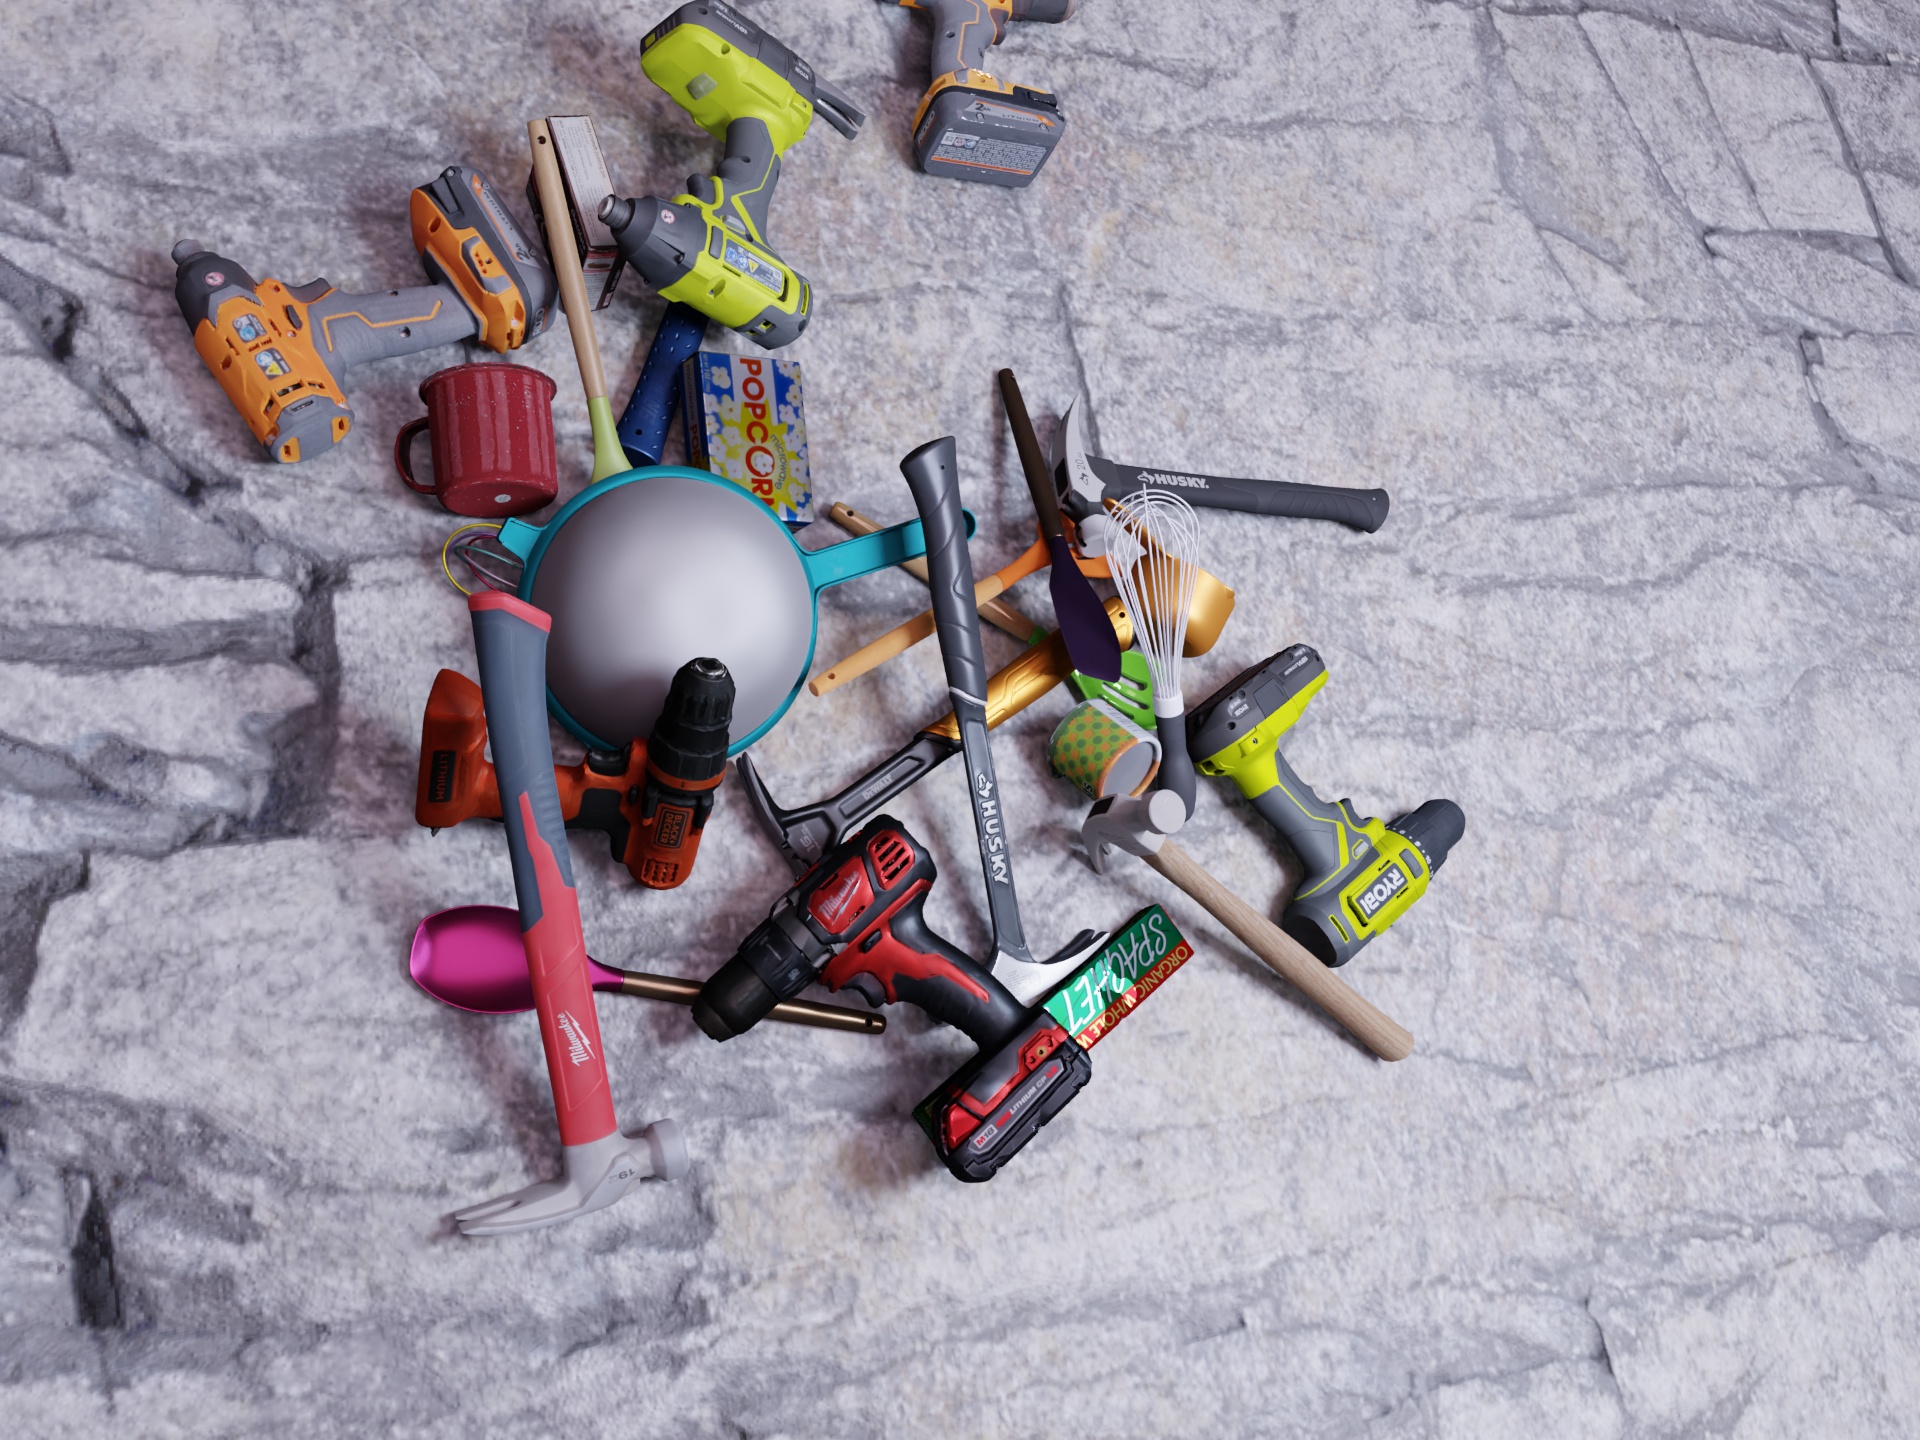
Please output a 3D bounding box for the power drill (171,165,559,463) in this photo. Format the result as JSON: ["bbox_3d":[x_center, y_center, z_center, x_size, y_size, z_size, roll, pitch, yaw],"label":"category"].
[{"bbox_3d":[-0.414,-0.294,1.096,0.226,0.084,0.164,-35,87,-25],"label":"power drill"}]

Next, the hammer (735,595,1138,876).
[{"bbox_3d":[-0.002,-0.004,1.175,0.337,0.034,0.127,-34,90,-23],"label":"hammer"}]

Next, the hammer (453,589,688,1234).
[{"bbox_3d":[-0.262,0.116,0.953,0.143,0.038,0.386,-13,103,-26],"label":"hammer"}]

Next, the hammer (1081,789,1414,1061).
[{"bbox_3d":[0.222,0.160,1.200,0.331,0.130,0.031,39,66,-19],"label":"hammer"}]

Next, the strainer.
[{"bbox_3d":[-0.128,-0.089,1.087,0.340,0.095,0.211,-20,101,-19],"label":"strainer"}]

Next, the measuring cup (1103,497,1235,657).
[{"bbox_3d":[0.145,-0.106,1.233,0.173,0.095,0.052,40,71,-46],"label":"measuring cup"}]

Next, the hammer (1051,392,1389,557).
[{"bbox_3d":[0.227,-0.197,1.348,0.334,0.035,0.146,1,59,-26],"label":"hammer"}]

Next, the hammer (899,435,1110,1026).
[{"bbox_3d":[0.014,0.002,1.133,0.149,0.036,0.409,-12,95,-30],"label":"hammer"}]

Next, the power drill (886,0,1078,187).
[{"bbox_3d":[0.031,-0.580,1.384,0.185,0.084,0.226,0,68,-24],"label":"power drill"}]

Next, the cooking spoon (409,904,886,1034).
[{"bbox_3d":[-0.200,0.178,1.056,0.318,0.017,0.069,13,72,-18],"label":"cooking spoon"}]

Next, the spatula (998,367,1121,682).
[{"bbox_3d":[0.071,-0.158,1.238,0.059,0.018,0.316,12,50,-36],"label":"spatula"}]

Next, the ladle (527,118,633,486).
[{"bbox_3d":[-0.254,-0.251,1.098,0.078,0.062,0.320,-15,103,-22],"label":"ladle"}]

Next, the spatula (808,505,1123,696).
[{"bbox_3d":[0.007,-0.088,1.201,0.322,0.041,0.081,-32,79,-34],"label":"spatula"}]

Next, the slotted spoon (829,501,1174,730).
[{"bbox_3d":[0.034,-0.083,1.242,0.313,0.031,0.070,31,63,-8],"label":"slotted spoon"}]

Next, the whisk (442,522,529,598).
[{"bbox_3d":[-0.242,-0.074,1.113,0.244,0.051,0.047,24,59,-17],"label":"whisk"}]

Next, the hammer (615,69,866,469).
[{"bbox_3d":[-0.187,-0.367,1.240,0.144,0.035,0.406,21,65,-15],"label":"hammer"}]

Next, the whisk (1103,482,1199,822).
[{"bbox_3d":[0.151,-0.041,1.183,0.070,0.070,0.284,-28,123,-28],"label":"whisk"}]

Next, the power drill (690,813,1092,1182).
[{"bbox_3d":[-0.046,0.199,1.048,0.188,0.080,0.227,-42,87,-11],"label":"power drill"}]

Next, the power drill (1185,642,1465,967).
[{"bbox_3d":[0.294,0.058,1.275,0.190,0.080,0.228,-35,91,-28],"label":"power drill"}]

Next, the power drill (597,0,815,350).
[{"bbox_3d":[-0.181,-0.404,1.167,0.171,0.080,0.223,22,62,-43],"label":"power drill"}]
